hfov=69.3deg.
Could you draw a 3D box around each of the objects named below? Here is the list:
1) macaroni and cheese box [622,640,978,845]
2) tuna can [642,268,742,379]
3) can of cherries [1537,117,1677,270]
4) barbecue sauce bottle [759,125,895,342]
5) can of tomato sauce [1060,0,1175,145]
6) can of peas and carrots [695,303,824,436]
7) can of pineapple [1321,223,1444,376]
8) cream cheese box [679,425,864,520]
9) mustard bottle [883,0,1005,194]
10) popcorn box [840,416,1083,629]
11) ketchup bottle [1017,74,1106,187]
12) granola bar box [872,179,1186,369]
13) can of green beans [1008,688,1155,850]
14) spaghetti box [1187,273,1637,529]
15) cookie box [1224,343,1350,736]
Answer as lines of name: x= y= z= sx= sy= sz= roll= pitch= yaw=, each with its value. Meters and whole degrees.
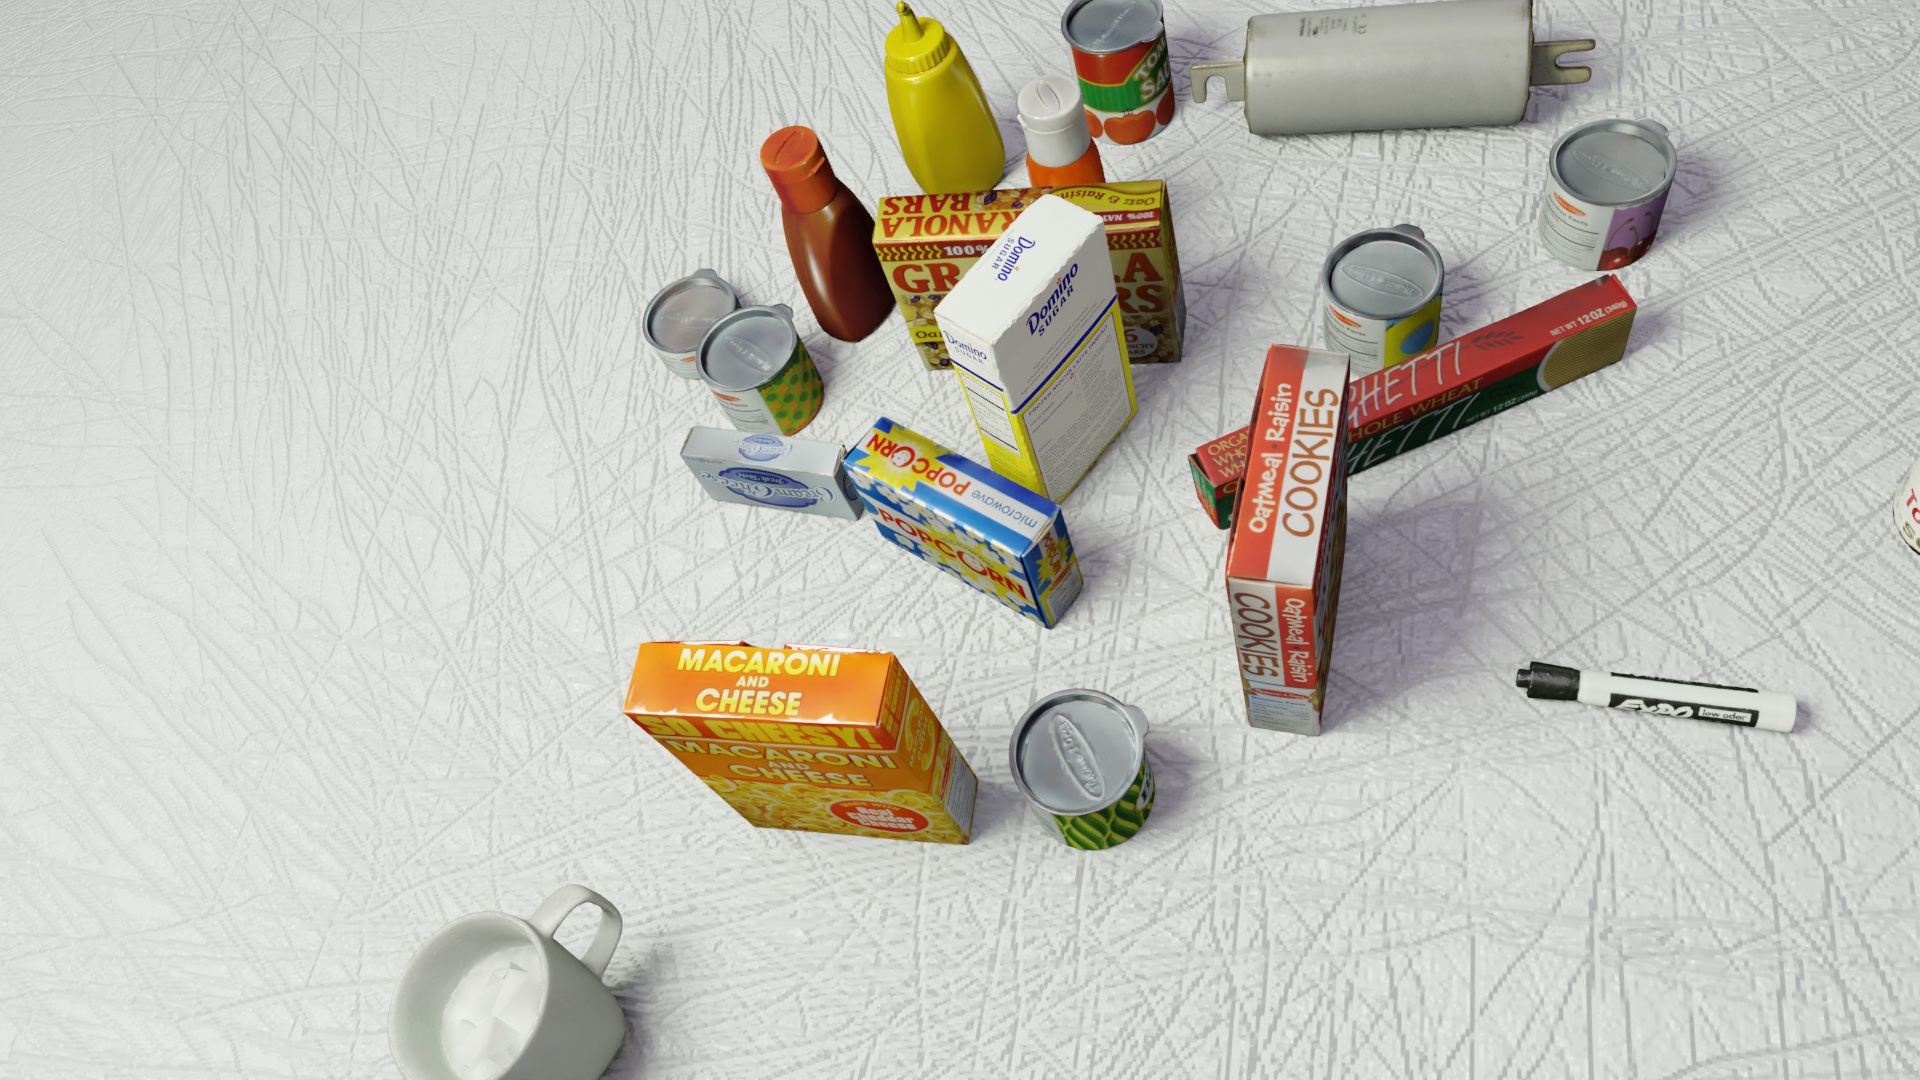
macaroni and cheese box: x=-0.071 y=0.101 z=0.677 sx=0.124 sy=0.165 sz=0.040 roll=1 pitch=61 yaw=16
tuna can: x=-0.175 y=-0.145 z=0.930 sx=0.071 sy=0.032 sz=0.071 roll=-7 pitch=59 yaw=11
can of cherries: x=0.373 y=-0.200 z=0.799 sx=0.071 sy=0.058 sz=0.072 roll=-7 pitch=59 yaw=11
barbecue sauce bottle: x=-0.082 y=-0.191 z=0.863 sx=0.044 sy=0.148 sz=0.065 roll=22 pitch=68 yaw=25
can of tomato sauce: x=0.108 y=-0.316 z=0.925 sx=0.071 sy=0.082 sz=0.071 roll=-7 pitch=59 yaw=11
can of peas and carrots: x=-0.124 y=-0.107 z=0.878 sx=0.071 sy=0.058 sz=0.071 roll=-7 pitch=59 yaw=11
can of pineapple: x=0.243 y=-0.137 z=0.797 sx=0.071 sy=0.057 sz=0.071 roll=-7 pitch=59 yaw=11
cream cheese box: x=-0.111 y=-0.041 z=0.838 sx=0.104 sy=0.053 sz=0.024 roll=8 pitch=63 yaw=19
mustard bottle: x=-0.016 y=-0.286 z=0.895 sx=0.065 sy=0.159 sz=0.049 roll=-31 pitch=57 yaw=-4
popcorn box: x=0.003 y=-0.010 z=0.770 sx=0.127 sy=0.085 sz=0.038 roll=28 pitch=71 yaw=27
ketchup bottle: x=0.065 y=-0.211 z=0.835 sx=0.043 sy=0.148 sz=0.065 roll=-25 pitch=57 yaw=0
granola bar box: x=0.044 y=-0.153 z=0.821 sx=0.165 sy=0.123 sz=0.039 roll=0 pitch=61 yaw=15
can of green beans: x=0.062 y=0.116 z=0.696 sx=0.071 sy=0.057 sz=0.071 roll=-7 pitch=59 yaw=11
spaghetti box: x=0.247 y=-0.075 z=0.764 sx=0.250 sy=0.050 sz=0.029 roll=-23 pitch=57 yaw=1
cookie box: x=0.160 y=0.005 z=0.671 sx=0.040 sy=0.166 sz=0.123 roll=6 pitch=62 yaw=19
